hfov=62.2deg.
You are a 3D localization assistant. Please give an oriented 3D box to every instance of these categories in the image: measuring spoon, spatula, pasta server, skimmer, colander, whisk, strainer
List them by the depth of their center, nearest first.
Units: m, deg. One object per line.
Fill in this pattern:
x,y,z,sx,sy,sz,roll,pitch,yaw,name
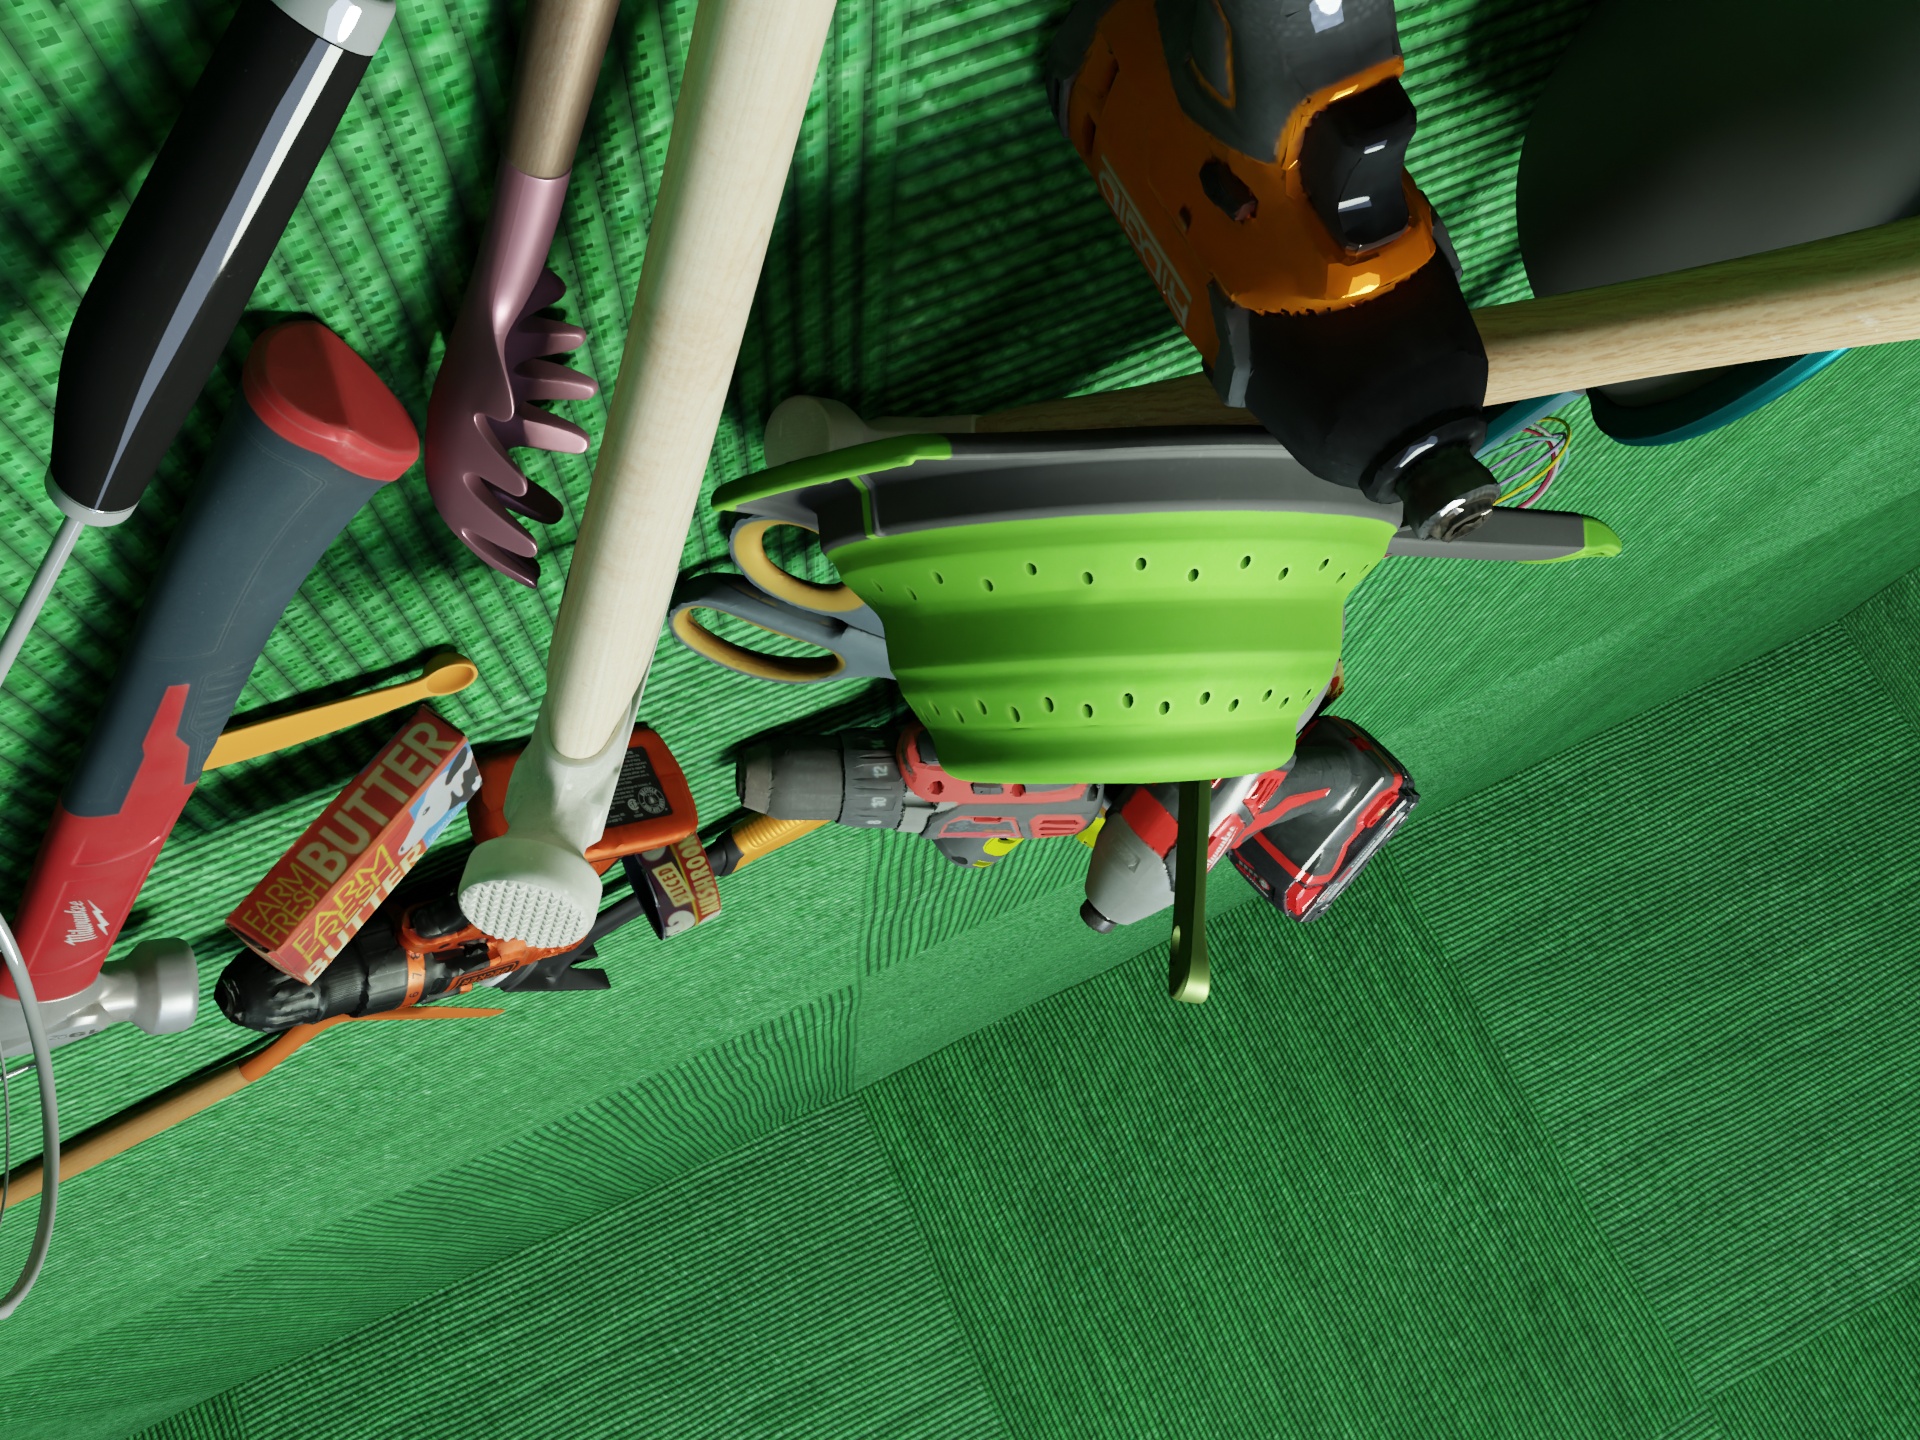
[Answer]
-0.073,-0.132,0.321,0.040,0.060,0.316,20,144,-14,pasta server
-0.194,0.003,0.371,0.090,0.127,0.363,23,118,-34,skimmer
0.212,-0.171,0.521,0.211,0.095,0.340,-57,-172,-28,strainer
0.111,-0.032,0.545,0.397,0.094,0.204,-3,-179,-38,colander
-0.225,-0.003,0.546,0.117,0.011,0.021,-19,158,-15,measuring spoon
0.130,0.006,0.703,0.069,0.257,0.151,12,151,-6,strainer
-0.408,0.210,0.868,0.322,0.041,0.081,-27,165,4,spatula
0.239,-0.103,0.919,0.245,0.047,0.051,-31,152,31,whisk

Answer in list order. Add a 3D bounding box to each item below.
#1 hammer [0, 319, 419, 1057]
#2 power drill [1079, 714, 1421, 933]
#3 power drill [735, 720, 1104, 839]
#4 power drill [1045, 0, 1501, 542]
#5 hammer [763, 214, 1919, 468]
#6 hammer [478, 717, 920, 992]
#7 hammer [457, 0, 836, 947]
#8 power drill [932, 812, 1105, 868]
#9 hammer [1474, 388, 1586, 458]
-0.267,0.019,0.481,0.143,0.038,0.386,-2,151,-41,hammer
0.156,0.058,0.883,0.219,0.079,0.143,5,126,-54,power drill
-0.001,-0.002,0.742,0.188,0.080,0.226,1,156,-15,power drill
0.078,-0.139,0.310,0.084,0.164,0.226,-25,162,-6,power drill
0.104,-0.096,0.462,0.331,0.031,0.130,-3,-179,38,hammer
-0.109,0.065,0.898,0.337,0.034,0.127,-30,163,10,hammer
-0.055,-0.108,0.349,0.038,0.146,0.410,16,140,-12,hammer
0.097,0.017,1.000,0.190,0.080,0.228,-42,158,19,power drill
0.259,-0.147,0.639,0.128,0.033,0.331,-48,-175,-22,hammer
